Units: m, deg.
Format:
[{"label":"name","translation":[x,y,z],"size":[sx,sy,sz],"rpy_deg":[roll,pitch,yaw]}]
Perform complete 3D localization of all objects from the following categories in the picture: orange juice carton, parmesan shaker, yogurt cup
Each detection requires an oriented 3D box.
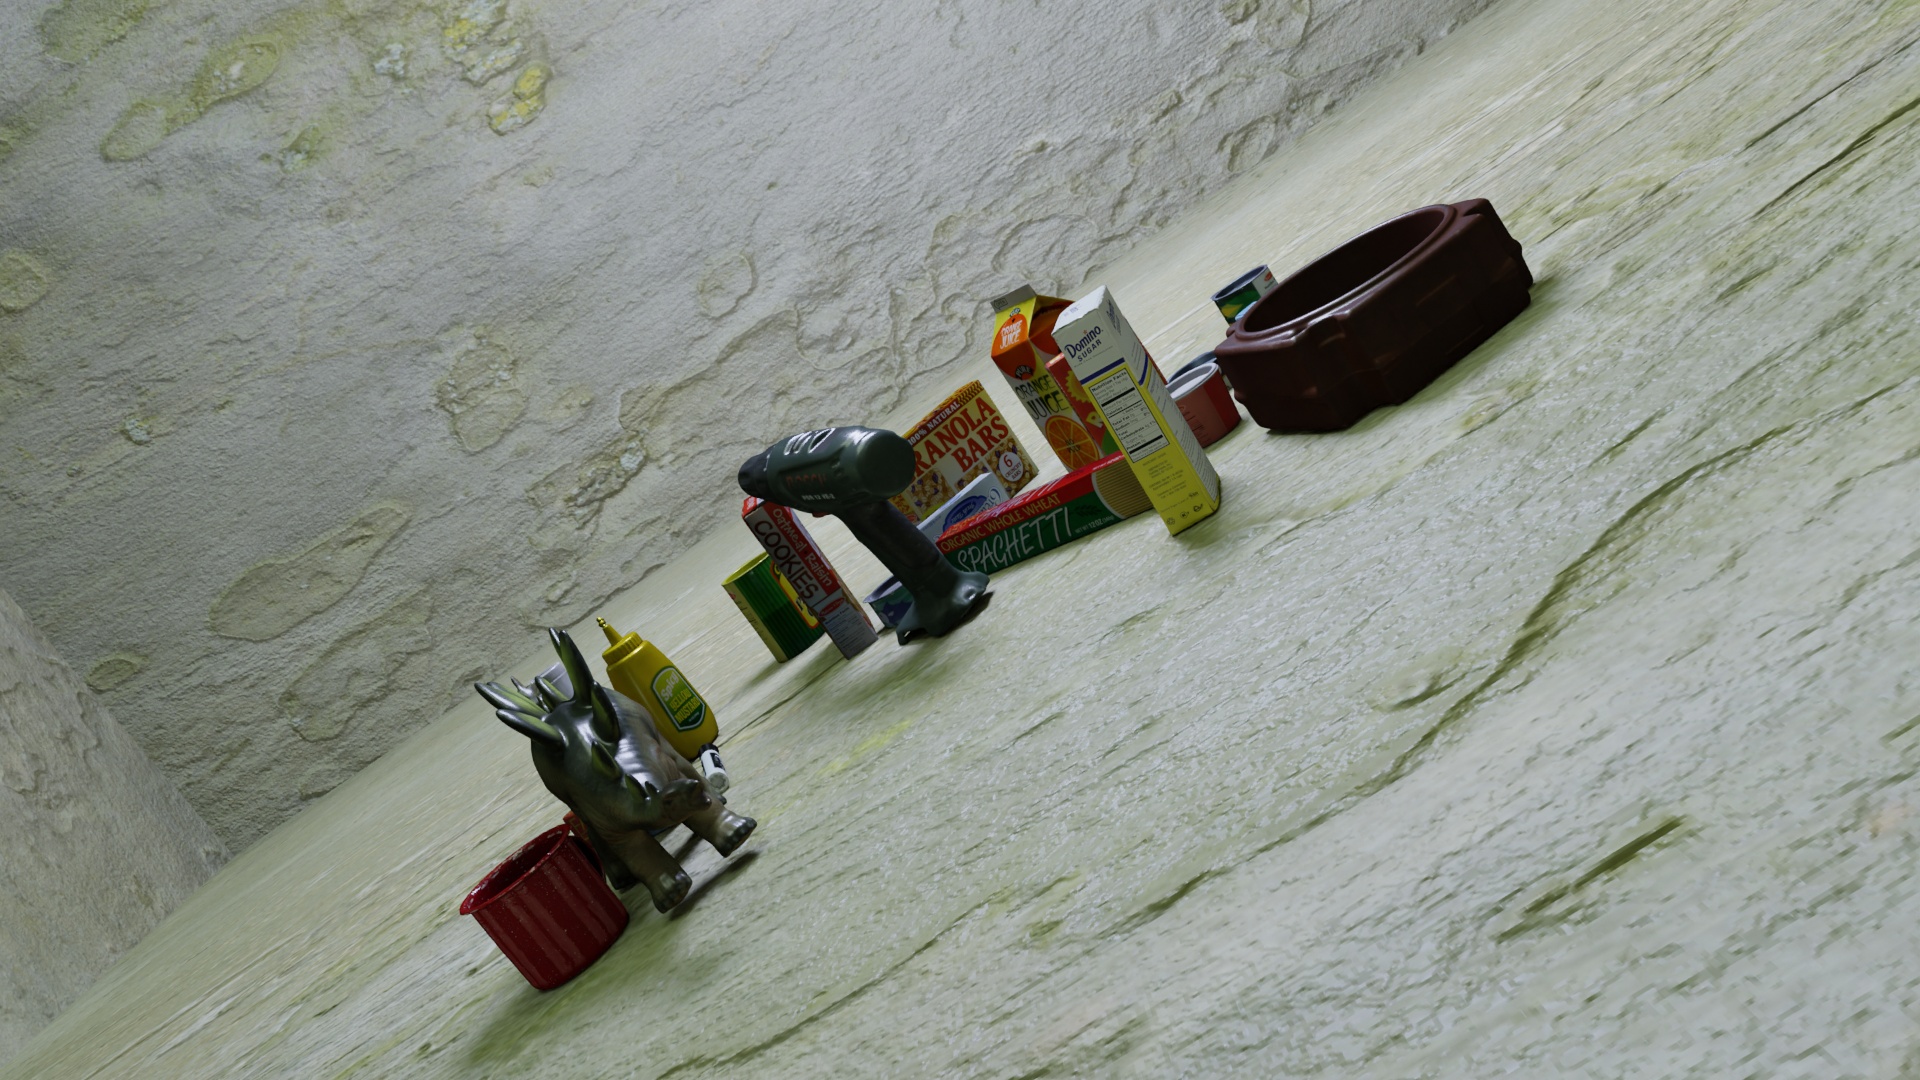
[{"label":"orange juice carton","translation":[0.099,-0.158,1.332],"size":[0.073,0.192,0.071],"rpy_deg":[-40,12,-26]},{"label":"parmesan shaker","translation":[-0.195,0.068,1.465],"size":[0.071,0.103,0.071],"rpy_deg":[-33,11,8]},{"label":"yogurt cup","translation":[0.205,-0.113,1.199],"size":[0.072,0.054,0.072],"rpy_deg":[-33,11,8]}]

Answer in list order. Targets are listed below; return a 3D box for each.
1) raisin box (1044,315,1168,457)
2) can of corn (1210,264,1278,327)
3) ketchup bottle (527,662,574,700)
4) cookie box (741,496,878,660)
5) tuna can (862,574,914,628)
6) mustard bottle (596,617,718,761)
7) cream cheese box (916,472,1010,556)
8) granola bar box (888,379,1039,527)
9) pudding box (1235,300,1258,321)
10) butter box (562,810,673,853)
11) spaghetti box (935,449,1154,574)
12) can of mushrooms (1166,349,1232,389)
[{"label":"raisin box","translation":[0.146,-0.133,1.271],"size":[0.086,0.123,0.040],"rpy_deg":[-34,11,6]},{"label":"can of corn","translation":[0.304,-0.245,1.450],"size":[0.071,0.058,0.071],"rpy_deg":[-33,11,8]},{"label":"ketchup bottle","translation":[-0.347,0.183,1.303],"size":[0.064,0.148,0.043],"rpy_deg":[-33,11,8]},{"label":"cookie box","translation":[-0.147,0.027,1.332],"size":[0.040,0.167,0.123],"rpy_deg":[-35,11,-3]},{"label":"tuna can","translation":[-0.055,0.052,1.309],"size":[0.071,0.033,0.071],"rpy_deg":[-33,11,7]},{"label":"mustard bottle","translation":[-0.296,0.137,1.320],"size":[0.048,0.160,0.065],"rpy_deg":[-28,13,33]},{"label":"cream cheese box","translation":[0.005,-0.017,1.374],"size":[0.104,0.053,0.024],"rpy_deg":[-40,12,-25]},{"label":"granola bar box","translation":[-0.008,-0.075,1.468],"size":[0.166,0.124,0.039],"rpy_deg":[-42,13,-34]},{"label":"pudding box","translation":[0.302,-0.205,1.314],"size":[0.030,0.049,0.083],"rpy_deg":[-38,12,-17]},{"label":"butter box","translation":[-0.281,0.229,1.168],"size":[0.103,0.053,0.024],"rpy_deg":[-30,12,23]},{"label":"spaghetti box","translation":[0.076,-0.021,1.195],"size":[0.249,0.050,0.029],"rpy_deg":[-24,15,44]},{"label":"can of mushrooms","translation":[0.235,-0.157,1.345],"size":[0.071,0.033,0.071],"rpy_deg":[-33,11,7]}]
